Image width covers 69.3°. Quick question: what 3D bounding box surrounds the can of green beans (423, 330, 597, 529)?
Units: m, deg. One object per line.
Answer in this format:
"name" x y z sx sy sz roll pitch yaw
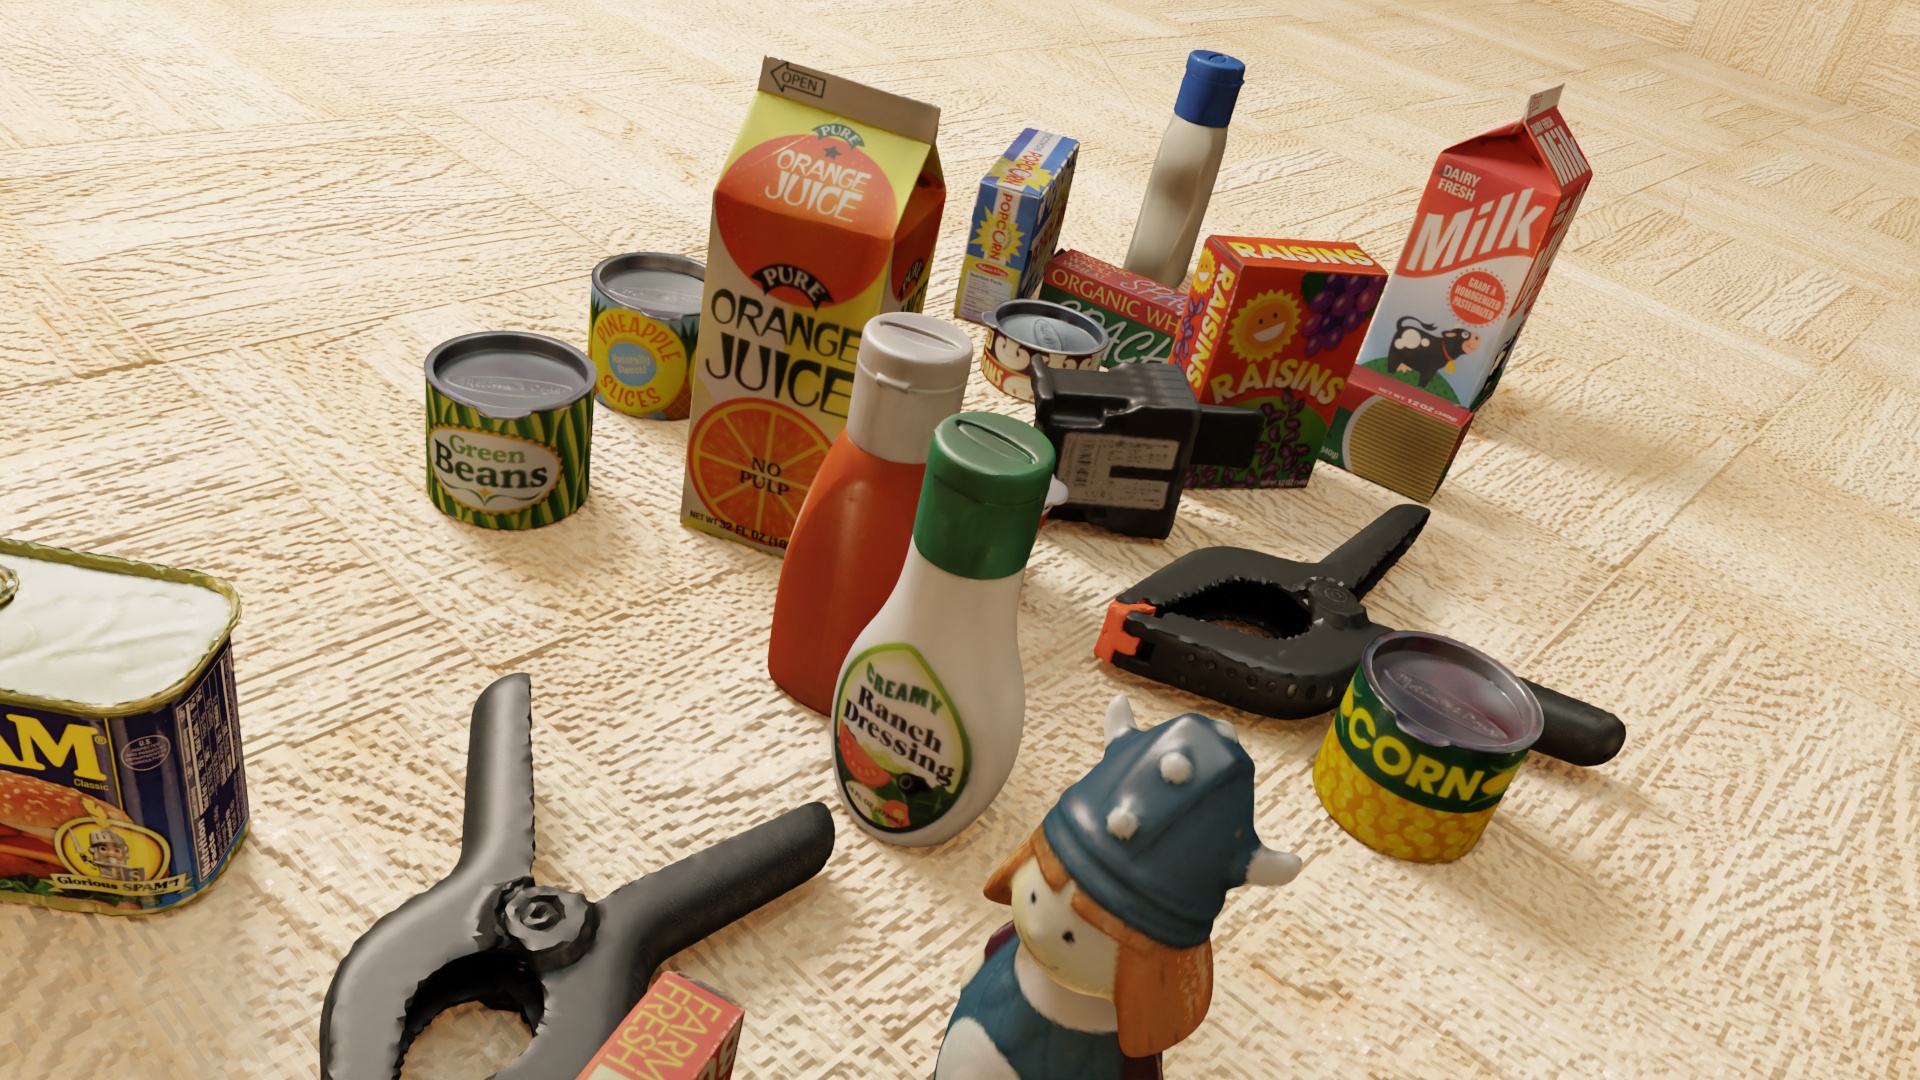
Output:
"can of green beans" -0.185 -0.045 0.569 0.071 0.057 0.071 10 33 -6

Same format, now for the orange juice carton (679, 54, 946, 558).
"orange juice carton" -0.058 -0.091 0.560 0.072 0.191 0.073 18 33 7

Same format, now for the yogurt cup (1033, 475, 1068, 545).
"yogurt cup" 0.002 -0.007 0.583 0.072 0.053 0.073 10 33 -6

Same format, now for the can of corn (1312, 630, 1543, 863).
"can of corn" 0.169 0.077 0.512 0.071 0.058 0.071 10 33 -6

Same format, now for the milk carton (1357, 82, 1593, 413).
"milk carton" 0.304 -0.170 0.810 0.073 0.189 0.073 30 36 24

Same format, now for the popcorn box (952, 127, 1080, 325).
"popcorn box" 0.035 -0.191 0.842 0.038 0.084 0.127 18 33 6

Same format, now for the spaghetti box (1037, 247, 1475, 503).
"spaghetti box" 0.154 -0.095 0.773 0.250 0.050 0.029 26 35 19

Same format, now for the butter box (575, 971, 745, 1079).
"butter box" -0.087 0.152 0.313 0.024 0.052 0.104 22 34 13

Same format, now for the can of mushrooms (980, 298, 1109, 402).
"can of mushrooms" 0.043 -0.104 0.761 0.071 0.033 0.071 9 33 -6

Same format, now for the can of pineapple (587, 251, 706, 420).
"can of pineapple" -0.144 -0.097 0.661 0.071 0.057 0.071 10 33 -6

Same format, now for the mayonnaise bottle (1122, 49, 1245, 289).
"mayonnaise bottle" 0.143 -0.235 0.890 0.041 0.147 0.065 22 34 13

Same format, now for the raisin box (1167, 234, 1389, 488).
"raisin box" 0.149 -0.087 0.692 0.086 0.122 0.040 -1 35 -21

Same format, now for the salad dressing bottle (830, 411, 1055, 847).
"salad dressing bottle" -0.004 0.031 0.438 0.064 0.146 0.044 30 36 24

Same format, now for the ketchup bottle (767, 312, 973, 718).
"ketchup bottle" -0.027 -0.005 0.482 0.065 0.148 0.044 21 33 11
